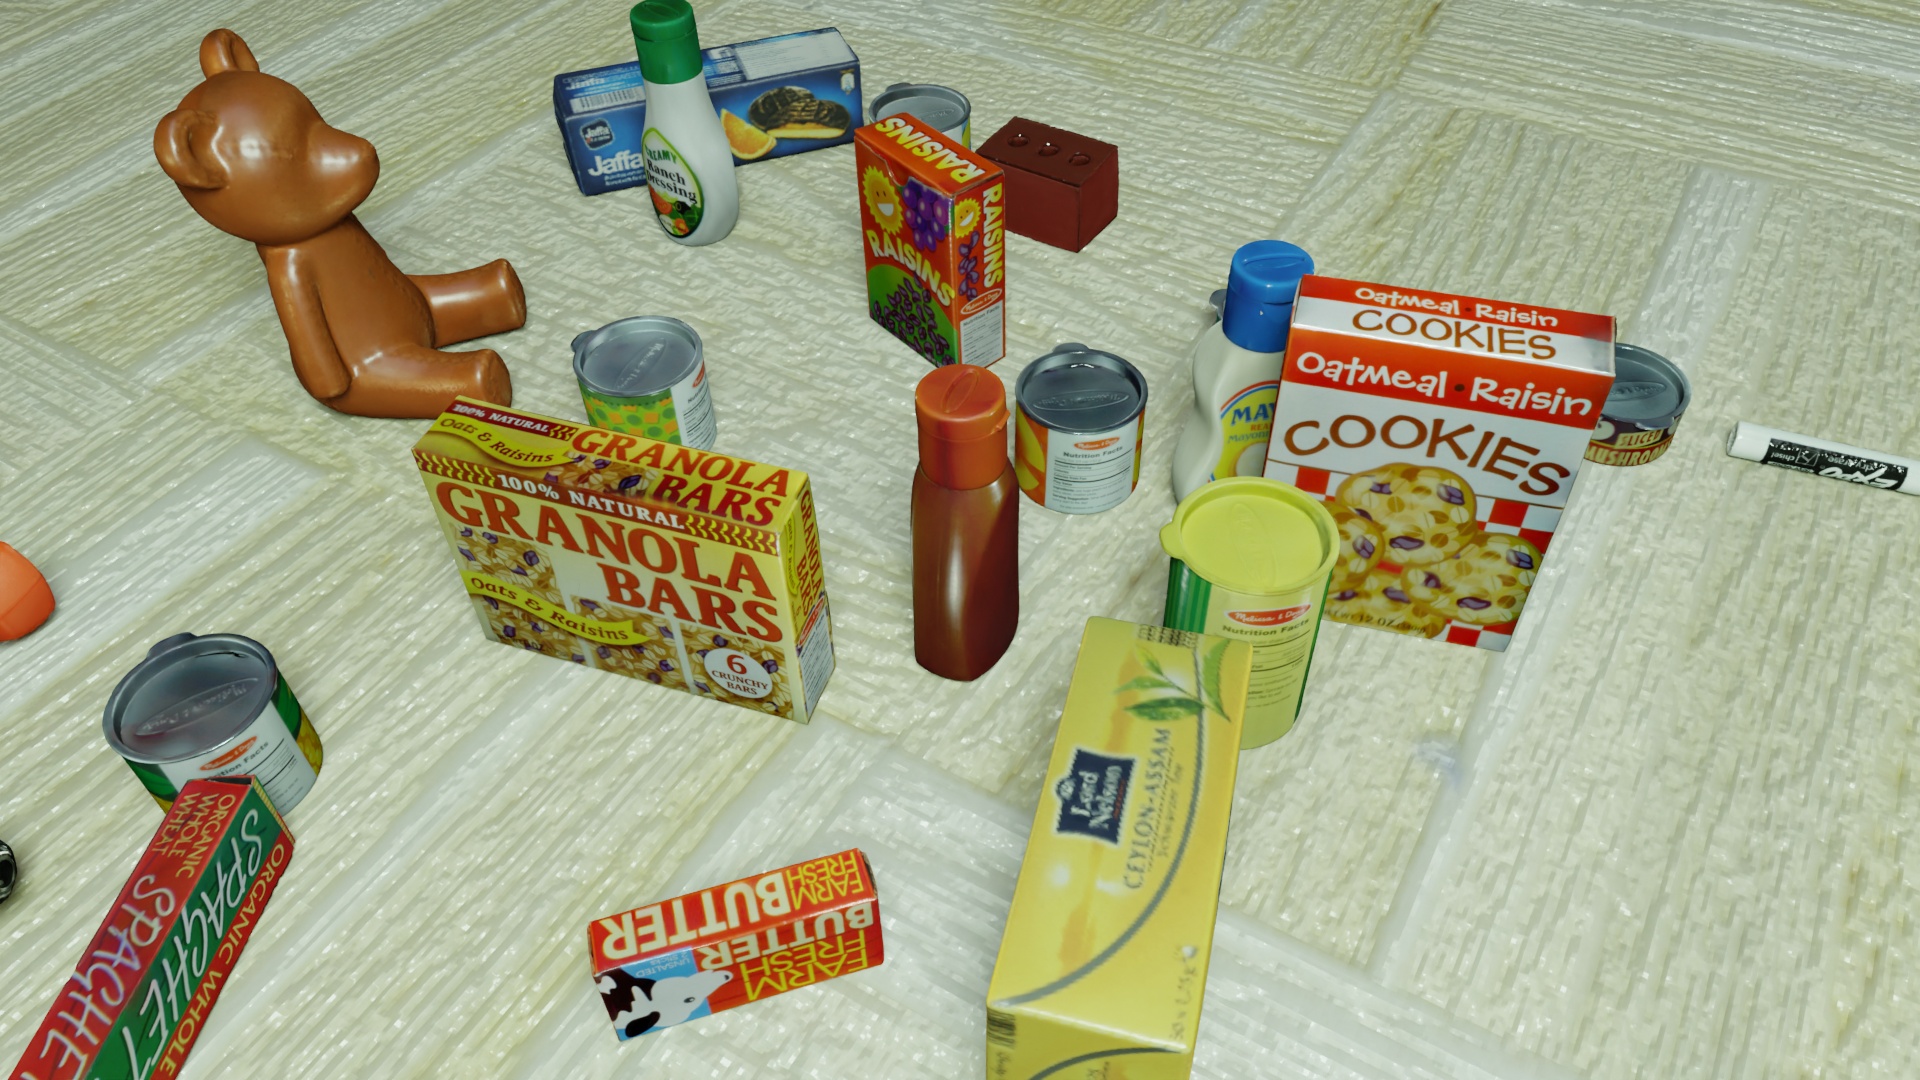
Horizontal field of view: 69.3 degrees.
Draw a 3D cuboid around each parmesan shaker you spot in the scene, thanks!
[{"bbox_3d":[0.116,0.032,0.588,0.071,0.102,0.072,-1,46,1],"label":"parmesan shaker"}]

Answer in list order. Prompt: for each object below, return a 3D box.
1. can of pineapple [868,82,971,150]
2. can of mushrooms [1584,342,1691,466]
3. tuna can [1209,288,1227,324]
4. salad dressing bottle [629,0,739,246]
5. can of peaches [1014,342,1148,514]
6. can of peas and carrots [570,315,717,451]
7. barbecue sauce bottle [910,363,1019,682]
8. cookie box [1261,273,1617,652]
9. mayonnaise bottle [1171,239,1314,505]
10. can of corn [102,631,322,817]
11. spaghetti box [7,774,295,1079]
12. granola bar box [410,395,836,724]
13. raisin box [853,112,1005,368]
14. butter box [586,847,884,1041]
[{"bbox_3d":[-0.026,-0.257,0.908,0.071,0.057,0.071,-1,46,1],"label":"can of pineapple"},{"bbox_3d":[0.346,-0.071,0.731,0.071,0.033,0.071,-1,46,1],"label":"can of mushrooms"},{"bbox_3d":[0.173,-0.117,0.782,0.071,0.032,0.071,-1,46,1],"label":"tuna can"},{"bbox_3d":[-0.169,-0.252,0.844,0.064,0.146,0.044,30,53,27],"label":"salad dressing bottle"},{"bbox_3d":[0.060,-0.057,0.709,0.071,0.057,0.071,-1,46,1],"label":"can of peaches"},{"bbox_3d":[-0.167,-0.076,0.733,0.071,0.058,0.071,-1,46,1],"label":"can of peas and carrots"},{"bbox_3d":[0.002,-0.008,0.598,0.044,0.147,0.065,16,48,17],"label":"barbecue sauce bottle"},{"bbox_3d":[0.195,-0.030,0.602,0.123,0.166,0.040,11,47,12],"label":"cookie box"},{"bbox_3d":[0.137,-0.070,0.657,0.065,0.147,0.041,-7,46,-5],"label":"mayonnaise bottle"},{"bbox_3d":[-0.312,0.081,0.583,0.071,0.058,0.071,-1,46,1],"label":"can of corn"},{"bbox_3d":[-0.302,0.196,0.475,0.029,0.049,0.251,4,46,5],"label":"spaghetti box"},{"bbox_3d":[-0.140,0.009,0.603,0.165,0.123,0.039,13,47,14],"label":"granola bar box"},{"bbox_3d":[-0.016,-0.161,0.767,0.040,0.122,0.086,-30,52,-25],"label":"raisin box"},{"bbox_3d":[-0.081,0.149,0.513,0.104,0.052,0.024,-13,47,-11],"label":"butter box"}]
